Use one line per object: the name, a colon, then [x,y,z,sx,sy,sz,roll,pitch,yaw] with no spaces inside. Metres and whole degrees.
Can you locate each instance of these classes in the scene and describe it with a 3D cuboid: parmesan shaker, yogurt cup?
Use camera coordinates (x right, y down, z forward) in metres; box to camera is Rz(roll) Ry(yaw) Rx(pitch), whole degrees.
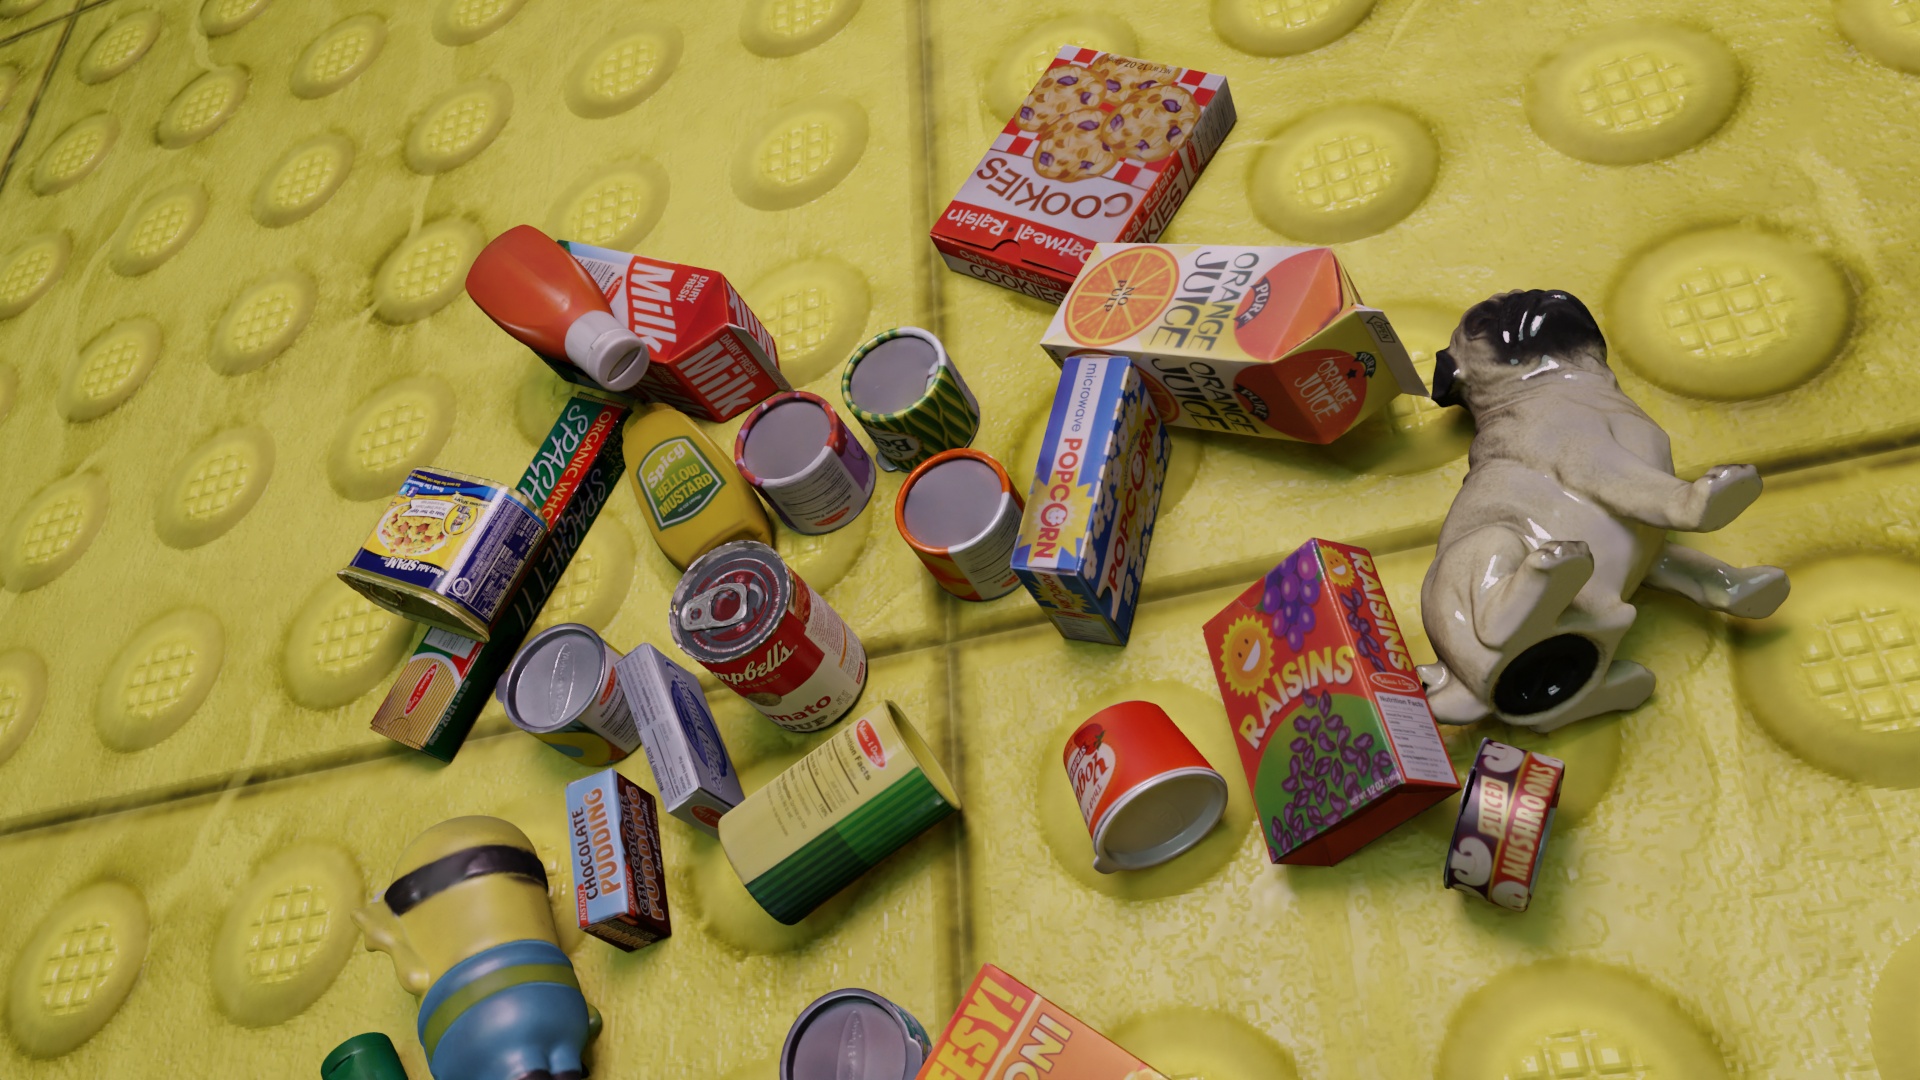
parmesan shaker: [-0.061,0.134,0.694,0.103,0.071,0.071,-35,54,1]
yogurt cup: [0.083,0.112,0.649,0.072,0.072,0.054,-32,46,3]

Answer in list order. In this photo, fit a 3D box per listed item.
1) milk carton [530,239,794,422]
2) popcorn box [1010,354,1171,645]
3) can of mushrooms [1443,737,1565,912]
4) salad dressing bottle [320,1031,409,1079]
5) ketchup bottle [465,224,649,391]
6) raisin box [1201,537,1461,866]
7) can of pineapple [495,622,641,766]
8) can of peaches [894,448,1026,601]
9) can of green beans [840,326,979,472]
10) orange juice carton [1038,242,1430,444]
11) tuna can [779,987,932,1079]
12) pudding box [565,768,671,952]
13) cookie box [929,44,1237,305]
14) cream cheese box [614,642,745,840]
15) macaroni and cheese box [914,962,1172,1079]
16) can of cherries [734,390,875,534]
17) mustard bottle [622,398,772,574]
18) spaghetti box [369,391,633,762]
milk carton: [-0.195,-0.134,0.905,0.191,0.072,0.073,16,70,30]
popcorn box: [0.070,-0.021,0.718,0.038,0.085,0.127,4,63,26]
can of mushrooms: [0.227,0.118,0.579,0.033,0.071,0.071,15,68,28]
salad dressing bottle: [-0.277,0.314,0.690,0.064,0.044,0.148,-42,54,-6]
ketchup bottle: [-0.247,-0.141,0.859,0.065,0.043,0.149,-48,55,-6]
raisin box: [0.162,0.073,0.627,0.085,0.040,0.124,-49,41,43]
can of pineapple: [-0.217,0.088,0.790,0.071,0.057,0.071,-10,58,17]
can of peaches: [0.003,-0.009,0.756,0.071,0.058,0.071,-10,59,17]
can of green beans: [-0.029,-0.082,0.813,0.071,0.057,0.071,-10,58,17]
orange juice carton: [0.143,-0.103,0.717,0.193,0.071,0.073,13,67,45]
tuna can: [-0.045,0.244,0.641,0.071,0.032,0.071,-10,58,17]
pudding box: [-0.181,0.168,0.733,0.030,0.049,0.084,-22,55,8]
cookie box: [0.076,-0.228,0.866,0.123,0.040,0.168,24,73,32]
cream cheese box: [-0.151,0.108,0.754,0.024,0.053,0.104,-33,54,4]
macaroni and cheese box: [0.050,0.275,0.579,0.167,0.040,0.124,25,73,32]
can of cherries: [-0.093,-0.047,0.818,0.071,0.058,0.072,-10,58,17]
mustard bottle: [-0.173,-0.041,0.854,0.065,0.048,0.161,-37,54,-3]
spaghetti box: [-0.281,0.018,0.877,0.050,0.028,0.251,15,68,29]
